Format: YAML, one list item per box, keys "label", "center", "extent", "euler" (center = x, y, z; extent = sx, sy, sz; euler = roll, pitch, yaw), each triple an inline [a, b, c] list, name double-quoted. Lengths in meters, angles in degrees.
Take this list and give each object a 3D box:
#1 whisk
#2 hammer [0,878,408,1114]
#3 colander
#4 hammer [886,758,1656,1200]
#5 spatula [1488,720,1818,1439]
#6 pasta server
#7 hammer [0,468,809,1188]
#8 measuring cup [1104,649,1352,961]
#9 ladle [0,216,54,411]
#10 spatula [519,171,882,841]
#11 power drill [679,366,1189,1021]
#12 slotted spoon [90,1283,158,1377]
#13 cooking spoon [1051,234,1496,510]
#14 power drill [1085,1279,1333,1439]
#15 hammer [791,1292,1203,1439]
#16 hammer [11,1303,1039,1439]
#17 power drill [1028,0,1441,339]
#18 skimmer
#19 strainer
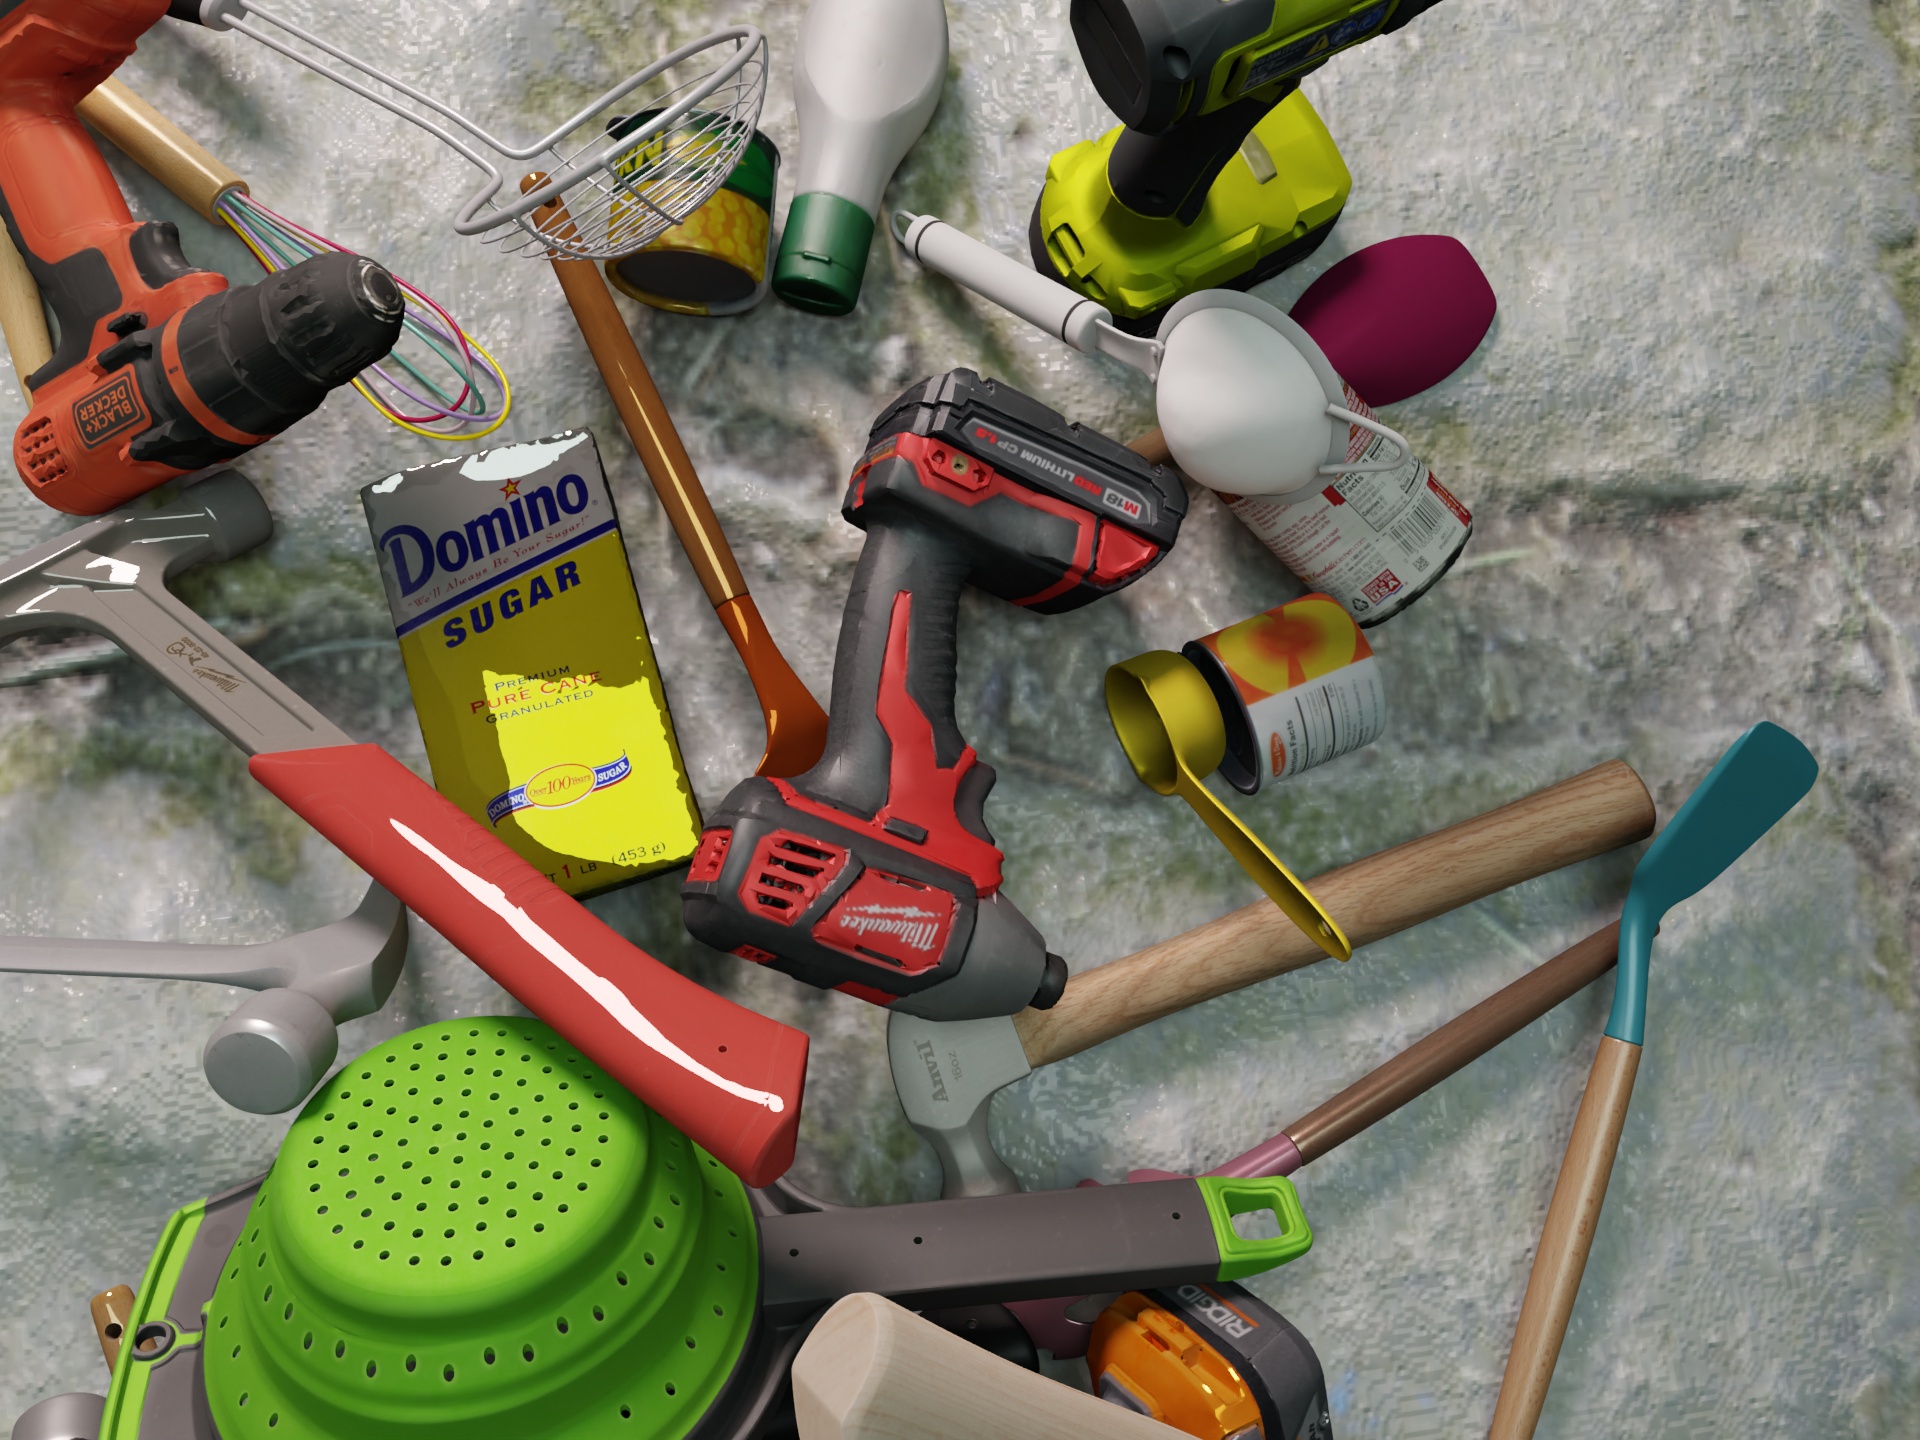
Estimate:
- label: "whisk"
  center: [-0.279, -0.192, 0.634]
  extent: [0.245, 0.051, 0.047]
  euler: [39, 85, 4]
- label: "hammer"
  center: [-0.394, 0.076, 0.552]
  extent: [0.405, 0.144, 0.035]
  euler: [2, 110, 3]
- label: "colander"
  center: [-0.072, 0.159, 0.518]
  extent: [0.397, 0.094, 0.205]
  euler: [-3, 37, -9]
- label: "hammer"
  center: [0.127, 0.083, 0.638]
  extent: [0.331, 0.031, 0.130]
  euler: [-20, 84, -9]
- label: "spatula"
  center: [0.263, 0.154, 0.624]
  extent: [0.082, 0.044, 0.317]
  euler: [22, 84, -45]
- label: "pasta server"
  center: [0.151, 0.156, 0.633]
  extent: [0.316, 0.040, 0.060]
  euler: [-28, 85, -14]
- label: "hammer"
  center: [-0.197, 0.038, 0.526]
  extent: [0.359, 0.036, 0.149]
  euler: [34, 53, 20]
- label: "measuring cup"
  center: [0.107, 0.030, 0.603]
  extent: [0.029, 0.062, 0.157]
  euler: [-25, 50, -16]
- label: "ladle"
  center: [-0.405, -0.267, 0.640]
  extent: [0.069, 0.031, 0.315]
  euler: [-18, 85, 5]
- label: "spatula"
  center: [-0.102, -0.065, 0.620]
  extent: [0.081, 0.041, 0.322]
  euler: [-24, 86, -24]
- label: "power drill"
  center: [-0.001, -0.002, 0.584]
  extent: [0.143, 0.078, 0.220]
  euler: [23, 76, -18]
- label: "slotted spoon"
  center: [-0.224, 0.335, 0.527]
  extent: [0.070, 0.031, 0.314]
  euler: [-26, 80, -10]
- label: "cooking spoon"
  center: [0.096, -0.121, 0.674]
  extent: [0.319, 0.017, 0.069]
  euler: [-30, 87, -10]
- label: "power drill"
  center: [0.020, 0.300, 0.529]
  extent: [0.226, 0.084, 0.164]
  euler: [-18, 107, -26]
- label: "hammer"
  center: [0.113, 0.257, 0.504]
  extent: [0.410, 0.038, 0.146]
  euler: [38, 77, -31]
- label: "hammer"
  center: [-0.127, 0.250, 0.525]
  extent: [0.334, 0.146, 0.035]
  euler: [-5, 119, -25]
- label: "power drill"
  center: [0.112, -0.234, 0.590]
  extent: [0.171, 0.223, 0.080]
  euler: [-27, 85, -10]
- label: "skimmer"
  center: [-0.235, -0.269, 0.591]
  extent: [0.363, 0.090, 0.127]
  euler: [29, 60, 13]
- label: "strainer"
  center: [0.053, -0.145, 0.610]
  extent: [0.050, 0.086, 0.259]
  euler: [-33, 52, -24]
